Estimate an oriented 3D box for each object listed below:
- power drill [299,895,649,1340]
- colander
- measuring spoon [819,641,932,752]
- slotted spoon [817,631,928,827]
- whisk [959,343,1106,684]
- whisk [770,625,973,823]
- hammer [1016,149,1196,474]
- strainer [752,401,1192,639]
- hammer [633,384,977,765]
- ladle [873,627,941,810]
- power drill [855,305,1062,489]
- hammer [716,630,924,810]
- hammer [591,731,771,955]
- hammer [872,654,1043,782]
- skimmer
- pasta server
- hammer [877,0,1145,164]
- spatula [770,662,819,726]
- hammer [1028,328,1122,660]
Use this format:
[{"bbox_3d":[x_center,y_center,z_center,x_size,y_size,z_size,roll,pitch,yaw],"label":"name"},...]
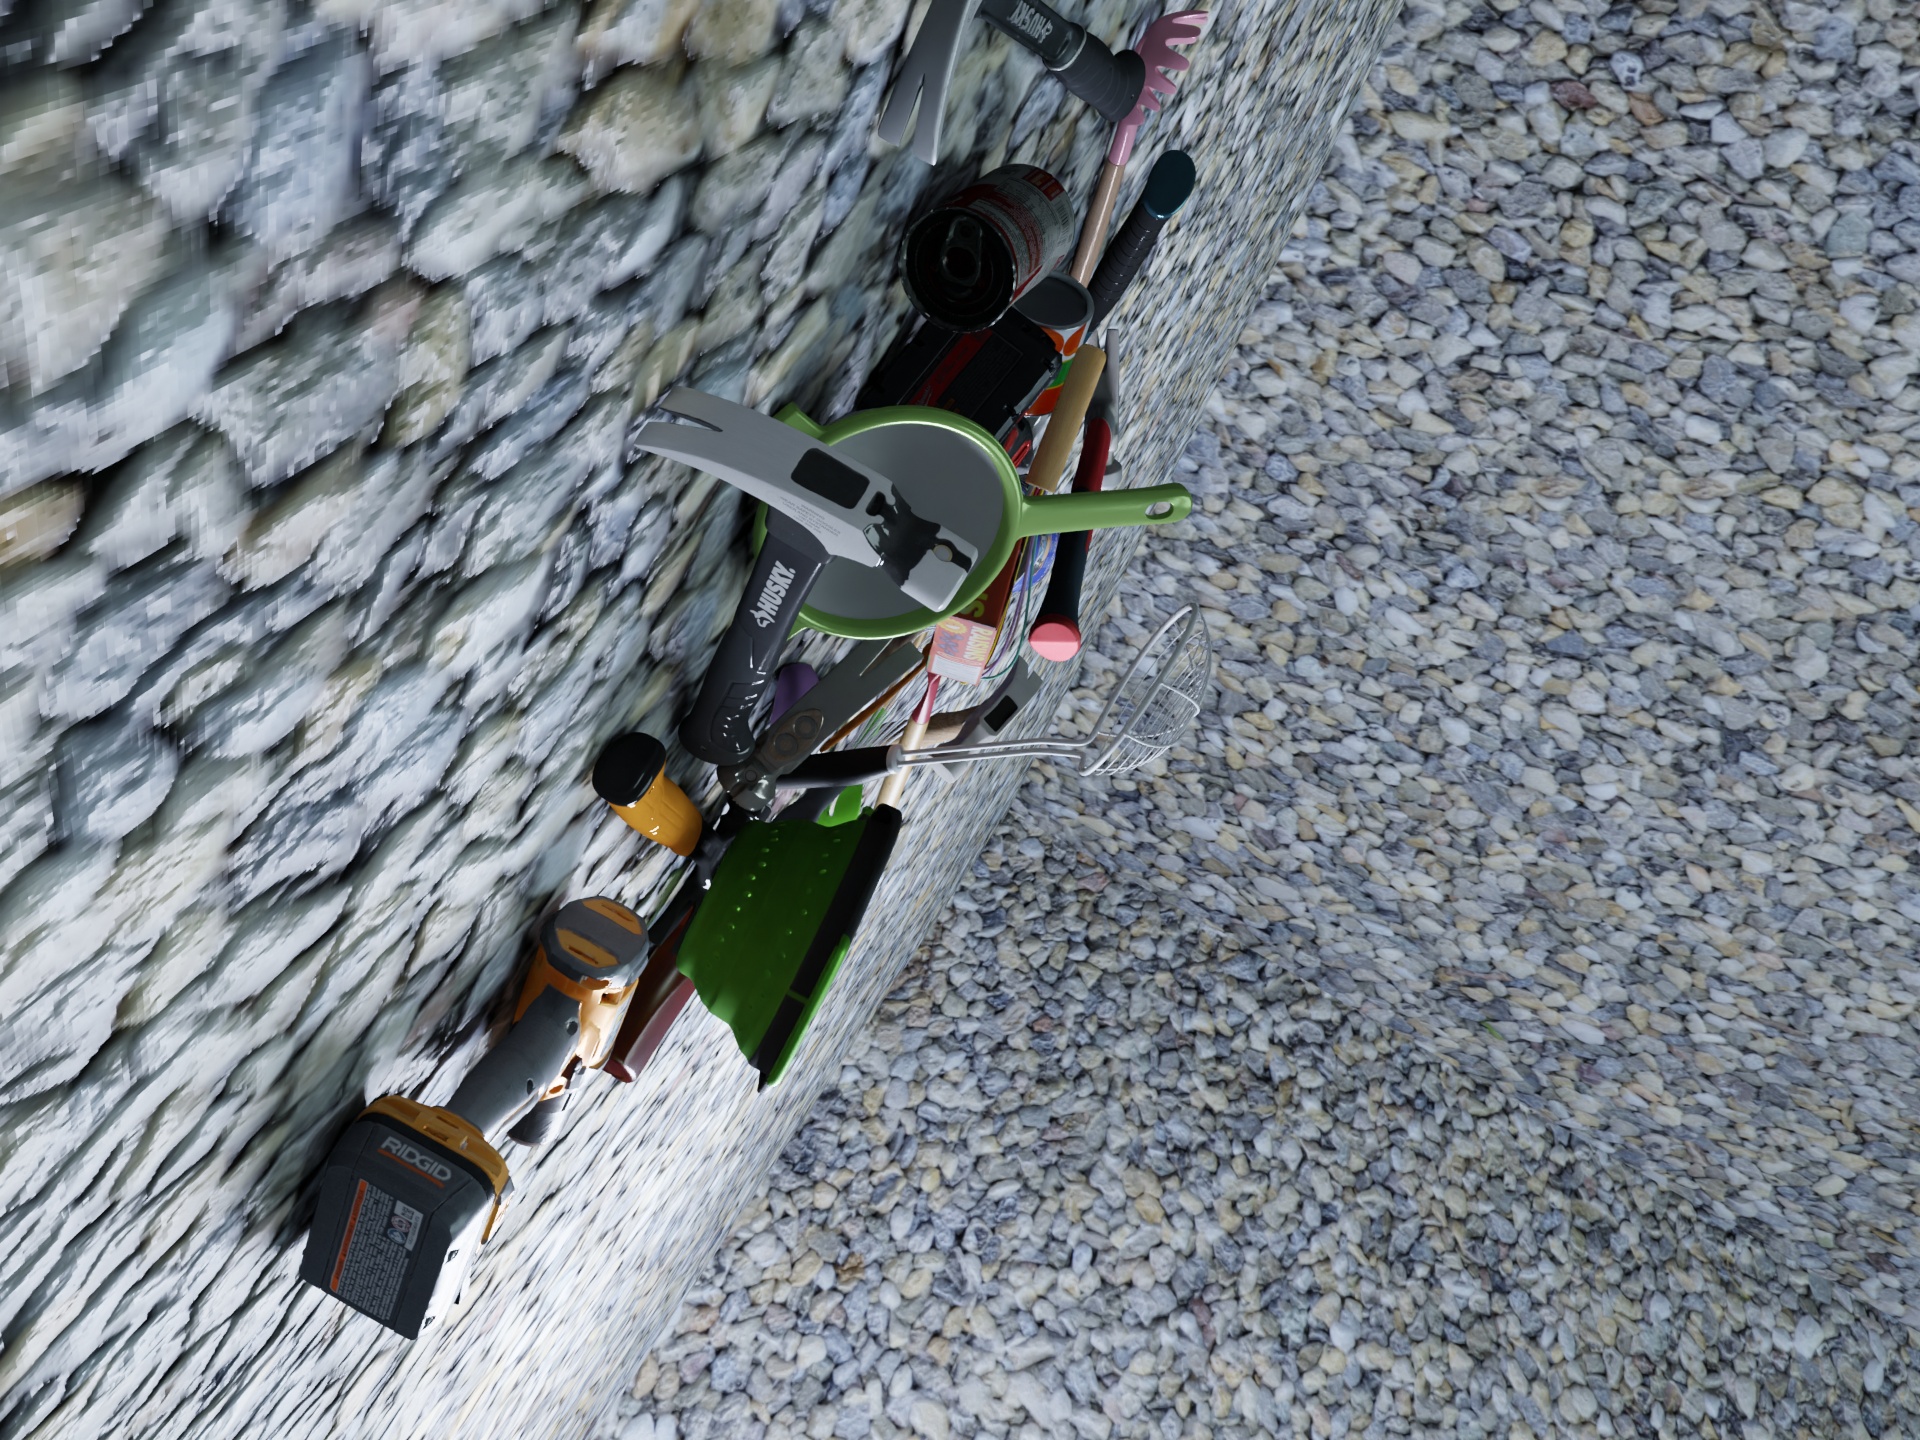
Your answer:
[{"bbox_3d":[-0.258,0.222,0.871,0.185,0.084,0.226,-63,177,34],"label":"power drill"},{"bbox_3d":[-0.119,0.113,1.121,0.204,0.094,0.397,-63,-176,13],"label":"colander"},{"bbox_3d":[-0.056,-0.018,1.101,0.117,0.011,0.021,-41,-168,-15],"label":"measuring spoon"},{"bbox_3d":[-0.060,-0.036,1.407,0.070,0.031,0.314,28,-86,52],"label":"slotted spoon"},{"bbox_3d":[0.048,-0.137,1.083,0.047,0.051,0.245,-32,144,-81],"label":"whisk"},{"bbox_3d":[-0.075,0.017,1.294,0.285,0.070,0.070,-49,168,-31],"label":"whisk"},{"bbox_3d":[0.099,-0.306,1.182,0.331,0.033,0.128,131,-19,-68],"label":"hammer"},{"bbox_3d":[0.004,-0.128,0.897,0.069,0.256,0.151,-115,-155,-44],"label":"strainer"},{"bbox_3d":[-0.106,-0.046,0.792,0.035,0.146,0.334,-61,-175,-25],"label":"hammer"},{"bbox_3d":[-0.036,0.013,1.246,0.069,0.031,0.315,-60,176,-42],"label":"ladle"},{"bbox_3d":[-0.019,-0.161,1.034,0.188,0.080,0.226,-52,176,-10],"label":"power drill"},{"bbox_3d":[-0.057,-0.050,1.130,0.146,0.038,0.411,-41,-175,16],"label":"hammer"},{"bbox_3d":[-0.180,0.072,0.990,0.127,0.034,0.336,-60,173,-12],"label":"hammer"},{"bbox_3d":[-0.019,0.005,1.411,0.130,0.031,0.331,-44,-170,-16],"label":"hammer"},{"bbox_3d":[-0.002,-0.003,1.060,0.090,0.363,0.127,65,33,-29],"label":"skimmer"},{"bbox_3d":[0.119,-0.400,1.199,0.316,0.040,0.060,110,1,-60],"label":"pasta server"},{"bbox_3d":[0.052,-0.365,0.869,0.149,0.036,0.409,-62,173,20],"label":"hammer"},{"bbox_3d":[-0.101,-0.019,1.238,0.316,0.018,0.060,-21,123,-79],"label":"spatula"},{"bbox_3d":[0.094,-0.176,1.241,0.387,0.038,0.143,-74,164,-55],"label":"hammer"}]
